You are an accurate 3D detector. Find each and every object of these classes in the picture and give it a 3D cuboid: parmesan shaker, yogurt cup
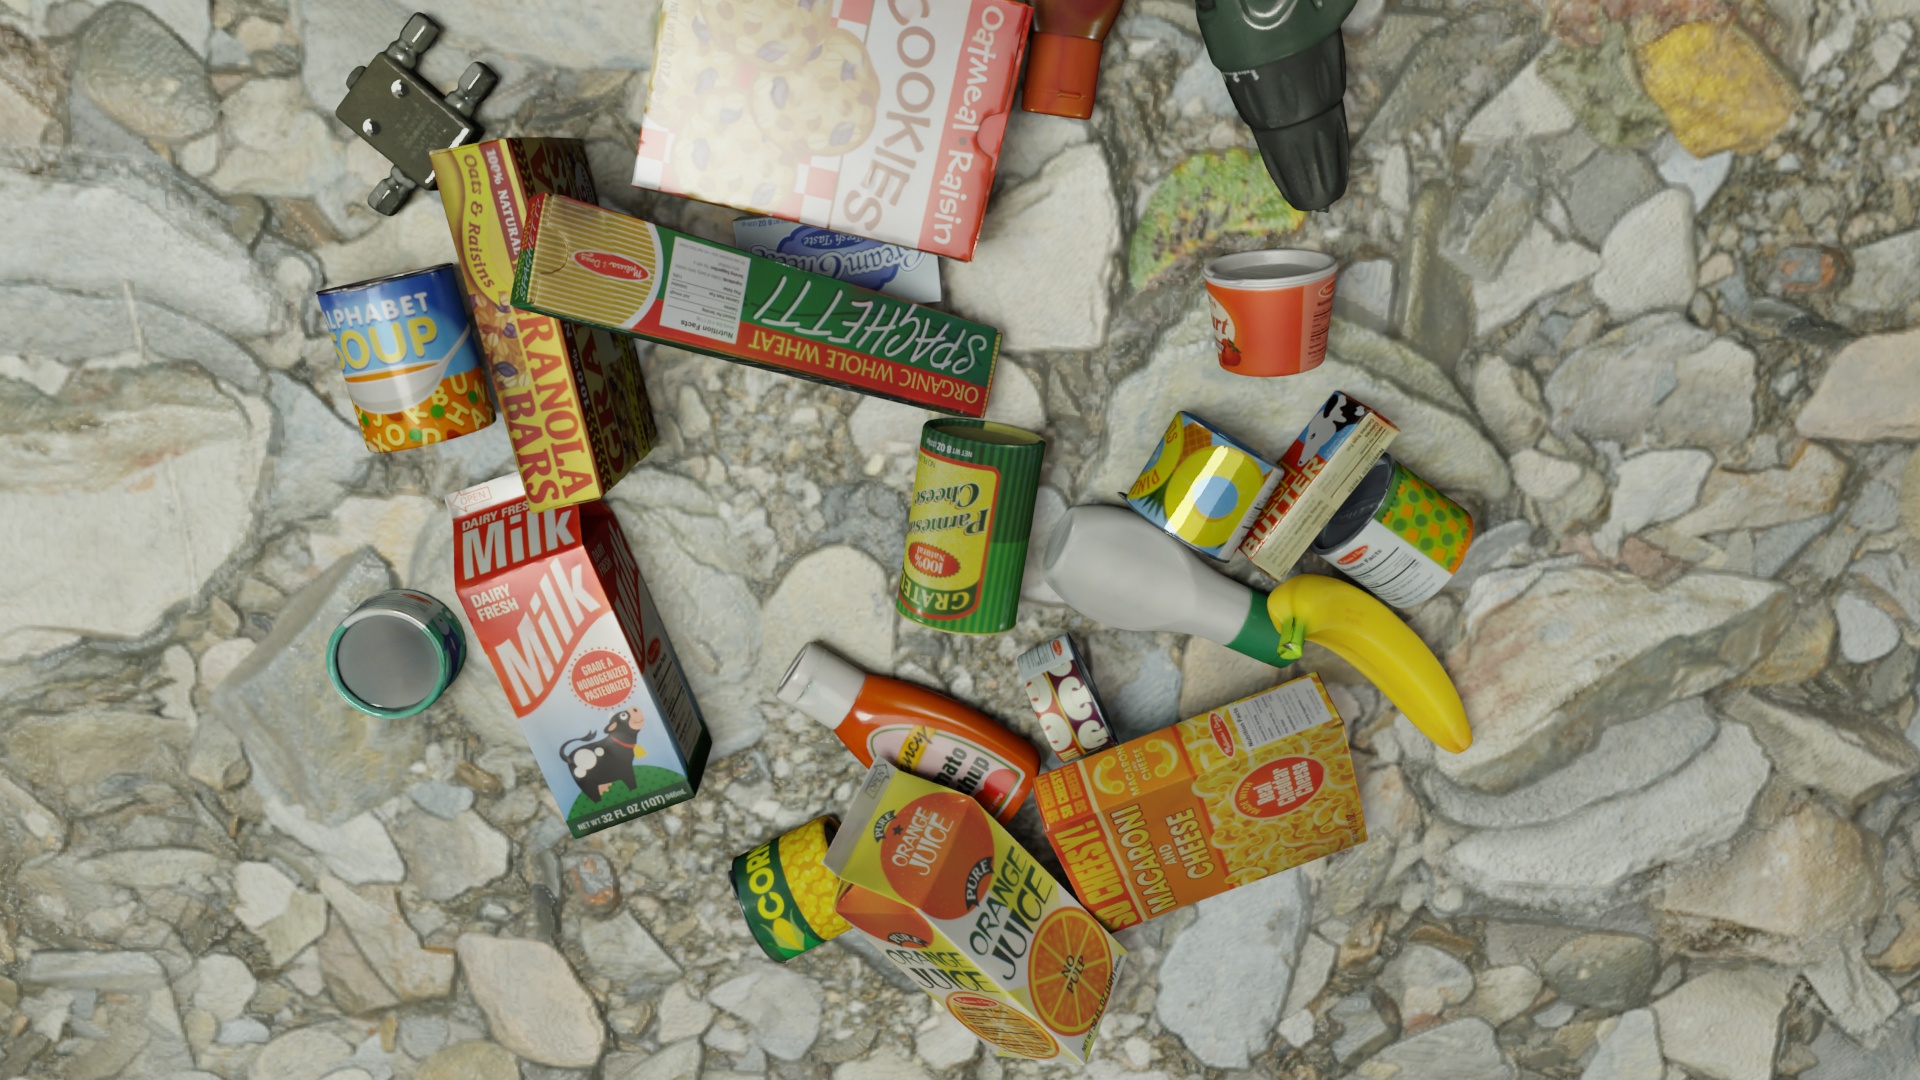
[{"bbox_3d":[0.003,-0.009,0.742,0.071,0.071,0.102,7,104,-5],"label":"parmesan shaker"},{"bbox_3d":[0.161,-0.118,0.721,0.072,0.073,0.053,-7,114,-1],"label":"yogurt cup"}]

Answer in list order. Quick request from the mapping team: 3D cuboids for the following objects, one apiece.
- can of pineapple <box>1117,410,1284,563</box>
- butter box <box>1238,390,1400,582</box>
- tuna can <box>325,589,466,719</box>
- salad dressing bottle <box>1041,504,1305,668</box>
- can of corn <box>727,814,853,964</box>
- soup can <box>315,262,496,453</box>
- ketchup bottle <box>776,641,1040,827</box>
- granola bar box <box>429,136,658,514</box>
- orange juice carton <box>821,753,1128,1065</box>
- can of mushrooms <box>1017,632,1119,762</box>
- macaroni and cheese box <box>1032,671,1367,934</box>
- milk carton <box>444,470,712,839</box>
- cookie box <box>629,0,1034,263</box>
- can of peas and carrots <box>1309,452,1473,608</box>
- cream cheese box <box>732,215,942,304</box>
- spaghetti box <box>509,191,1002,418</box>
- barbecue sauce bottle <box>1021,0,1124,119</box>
[{"bbox_3d":[0.128,-0.030,0.741,0.071,0.071,0.057,28,102,-10],"label":"can of pineapple"},{"bbox_3d":[0.188,-0.030,0.750,0.024,0.053,0.103,34,102,-14],"label":"butter box"},{"bbox_3d":[-0.310,0.065,0.763,0.071,0.033,0.071,-1,105,-2],"label":"tuna can"},{"bbox_3d":[0.120,0.029,0.769,0.148,0.044,0.064,23,102,-10],"label":"salad dressing bottle"},{"bbox_3d":[-0.090,0.196,0.790,0.058,0.071,0.071,-27,105,4],"label":"can of corn"},{"bbox_3d":[-0.280,-0.092,0.702,0.071,0.071,0.083,-12,106,1],"label":"soup can"},{"bbox_3d":[-0.031,0.109,0.782,0.149,0.044,0.064,32,108,-10],"label":"ketchup bottle"},{"bbox_3d":[-0.195,-0.110,0.674,0.039,0.124,0.165,-10,106,3],"label":"granola bar box"},{"bbox_3d":[0.001,0.204,0.765,0.073,0.072,0.192,-17,124,45],"label":"orange juice carton"},{"bbox_3d":[0.060,0.089,0.769,0.033,0.071,0.071,-25,105,5],"label":"can of mushrooms"},{"bbox_3d":[0.136,0.151,0.779,0.166,0.040,0.123,-21,133,4],"label":"macaroni and cheese box"},{"bbox_3d":[-0.205,0.052,0.743,0.072,0.073,0.190,-19,105,3],"label":"milk carton"},{"bbox_3d":[-0.062,-0.212,0.664,0.167,0.040,0.122,12,105,-7],"label":"cookie box"},{"bbox_3d":[0.234,-0.007,0.753,0.058,0.071,0.071,33,101,-11],"label":"can of peas and carrots"},{"bbox_3d":[-0.062,-0.146,0.723,0.104,0.024,0.053,-6,107,-1],"label":"cream cheese box"},{"bbox_3d":[-0.086,-0.105,0.663,0.250,0.028,0.050,10,90,-37],"label":"spaghetti box"},{"bbox_3d":[0.058,-0.285,0.681,0.065,0.044,0.148,4,106,-14],"label":"barbecue sauce bottle"}]
